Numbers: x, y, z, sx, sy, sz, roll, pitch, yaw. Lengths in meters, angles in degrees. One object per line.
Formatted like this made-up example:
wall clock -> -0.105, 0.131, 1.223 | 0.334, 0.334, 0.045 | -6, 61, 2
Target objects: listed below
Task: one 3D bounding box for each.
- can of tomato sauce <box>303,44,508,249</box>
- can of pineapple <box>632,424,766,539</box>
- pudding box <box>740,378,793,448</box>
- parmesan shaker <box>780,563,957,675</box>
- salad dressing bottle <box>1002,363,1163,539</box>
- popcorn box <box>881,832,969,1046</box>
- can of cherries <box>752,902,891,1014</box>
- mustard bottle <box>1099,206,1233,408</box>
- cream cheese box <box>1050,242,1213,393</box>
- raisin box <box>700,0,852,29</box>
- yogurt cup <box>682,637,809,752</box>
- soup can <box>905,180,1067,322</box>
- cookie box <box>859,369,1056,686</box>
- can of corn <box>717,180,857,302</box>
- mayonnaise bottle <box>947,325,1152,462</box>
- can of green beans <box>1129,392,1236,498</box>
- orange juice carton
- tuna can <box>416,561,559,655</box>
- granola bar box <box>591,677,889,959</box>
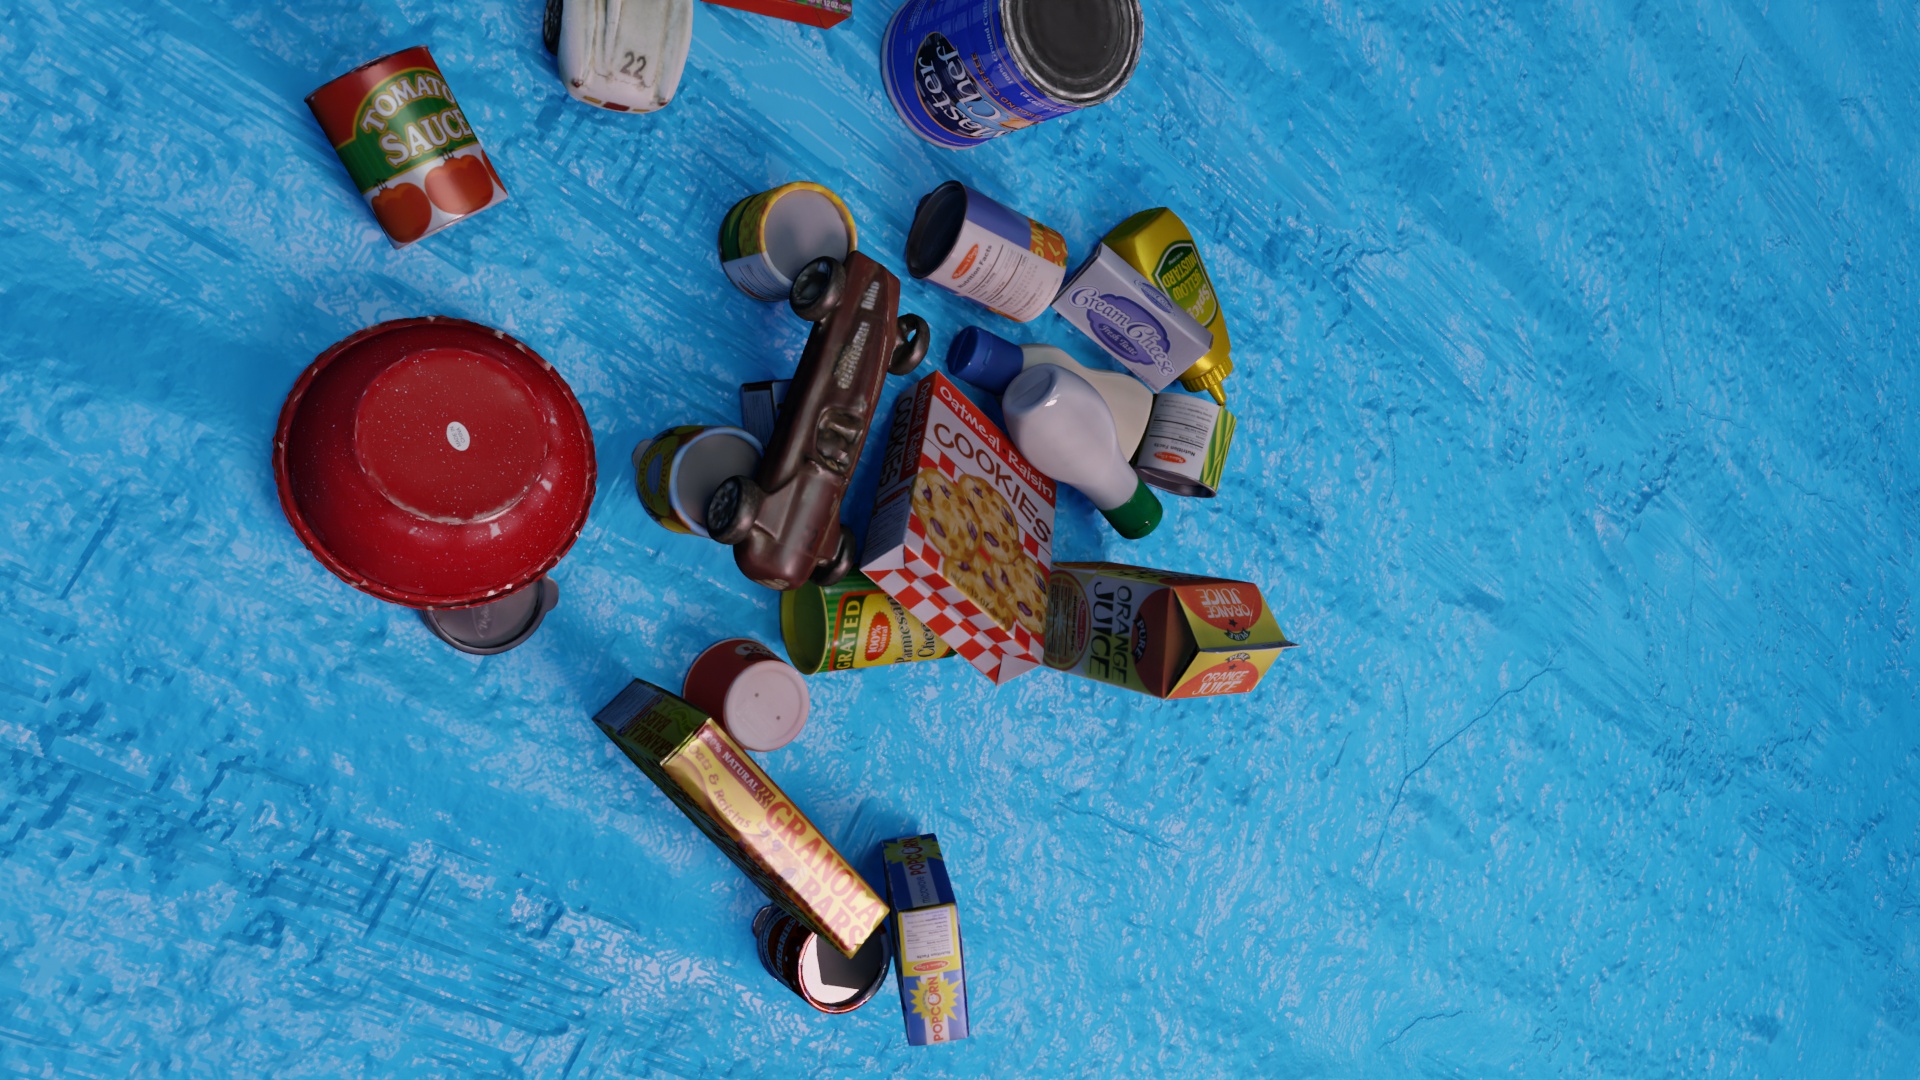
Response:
can of tomato sauce -> -0.280, -0.200, 0.709 | 0.071, 0.071, 0.083 | -35, 111, -25
can of pineapple -> -0.150, -0.035, 0.808 | 0.071, 0.058, 0.071 | -3, 95, -31
pudding box -> -0.107, -0.055, 0.838 | 0.030, 0.049, 0.083 | -10, 97, -32
parmesan shaker -> -0.052, 0.043, 0.867 | 0.103, 0.071, 0.071 | -4, 95, -31
salad dressing bottle -> 0.085, -0.055, 0.925 | 0.064, 0.044, 0.147 | -36, 128, 11
popcorn box -> -0.023, 0.244, 0.863 | 0.038, 0.127, 0.085 | -7, 98, -6
can of cherries -> -0.087, 0.253, 0.865 | 0.071, 0.058, 0.071 | -3, 95, -32
mustard bottle -> 0.158, -0.158, 0.995 | 0.065, 0.049, 0.160 | -43, 113, -26
cream cheese box -> 0.117, -0.151, 0.953 | 0.104, 0.053, 0.024 | 37, 40, -13
raisin box -> -0.106, -0.377, 0.824 | 0.086, 0.040, 0.123 | 0, 94, -31
yogurt cup -> -0.126, 0.095, 0.833 | 0.072, 0.054, 0.072 | -2, 95, -31
soup can -> 0.017, -0.187, 0.898 | 0.084, 0.071, 0.071 | 19, 84, -32
cookie box -> 0.003, -0.011, 0.862 | 0.122, 0.040, 0.168 | 42, 34, -27
can of corn -> -0.102, -0.180, 0.828 | 0.071, 0.058, 0.071 | -3, 95, -32
mayonnaise bottle -> 0.061, -0.102, 0.944 | 0.148, 0.041, 0.064 | 21, 89, -30
can of green beans -> 0.158, -0.068, 0.991 | 0.071, 0.071, 0.058 | 22, 82, -31
orange juice carton -> 0.127, 0.057, 0.905 | 0.072, 0.192, 0.073 | 0, 94, -33
tuna can -> -0.259, 0.028, 0.759 | 0.071, 0.033, 0.071 | -2, 94, -31
granola bar box -> -0.126, 0.156, 0.796 | 0.039, 0.124, 0.165 | -46, 115, -19
